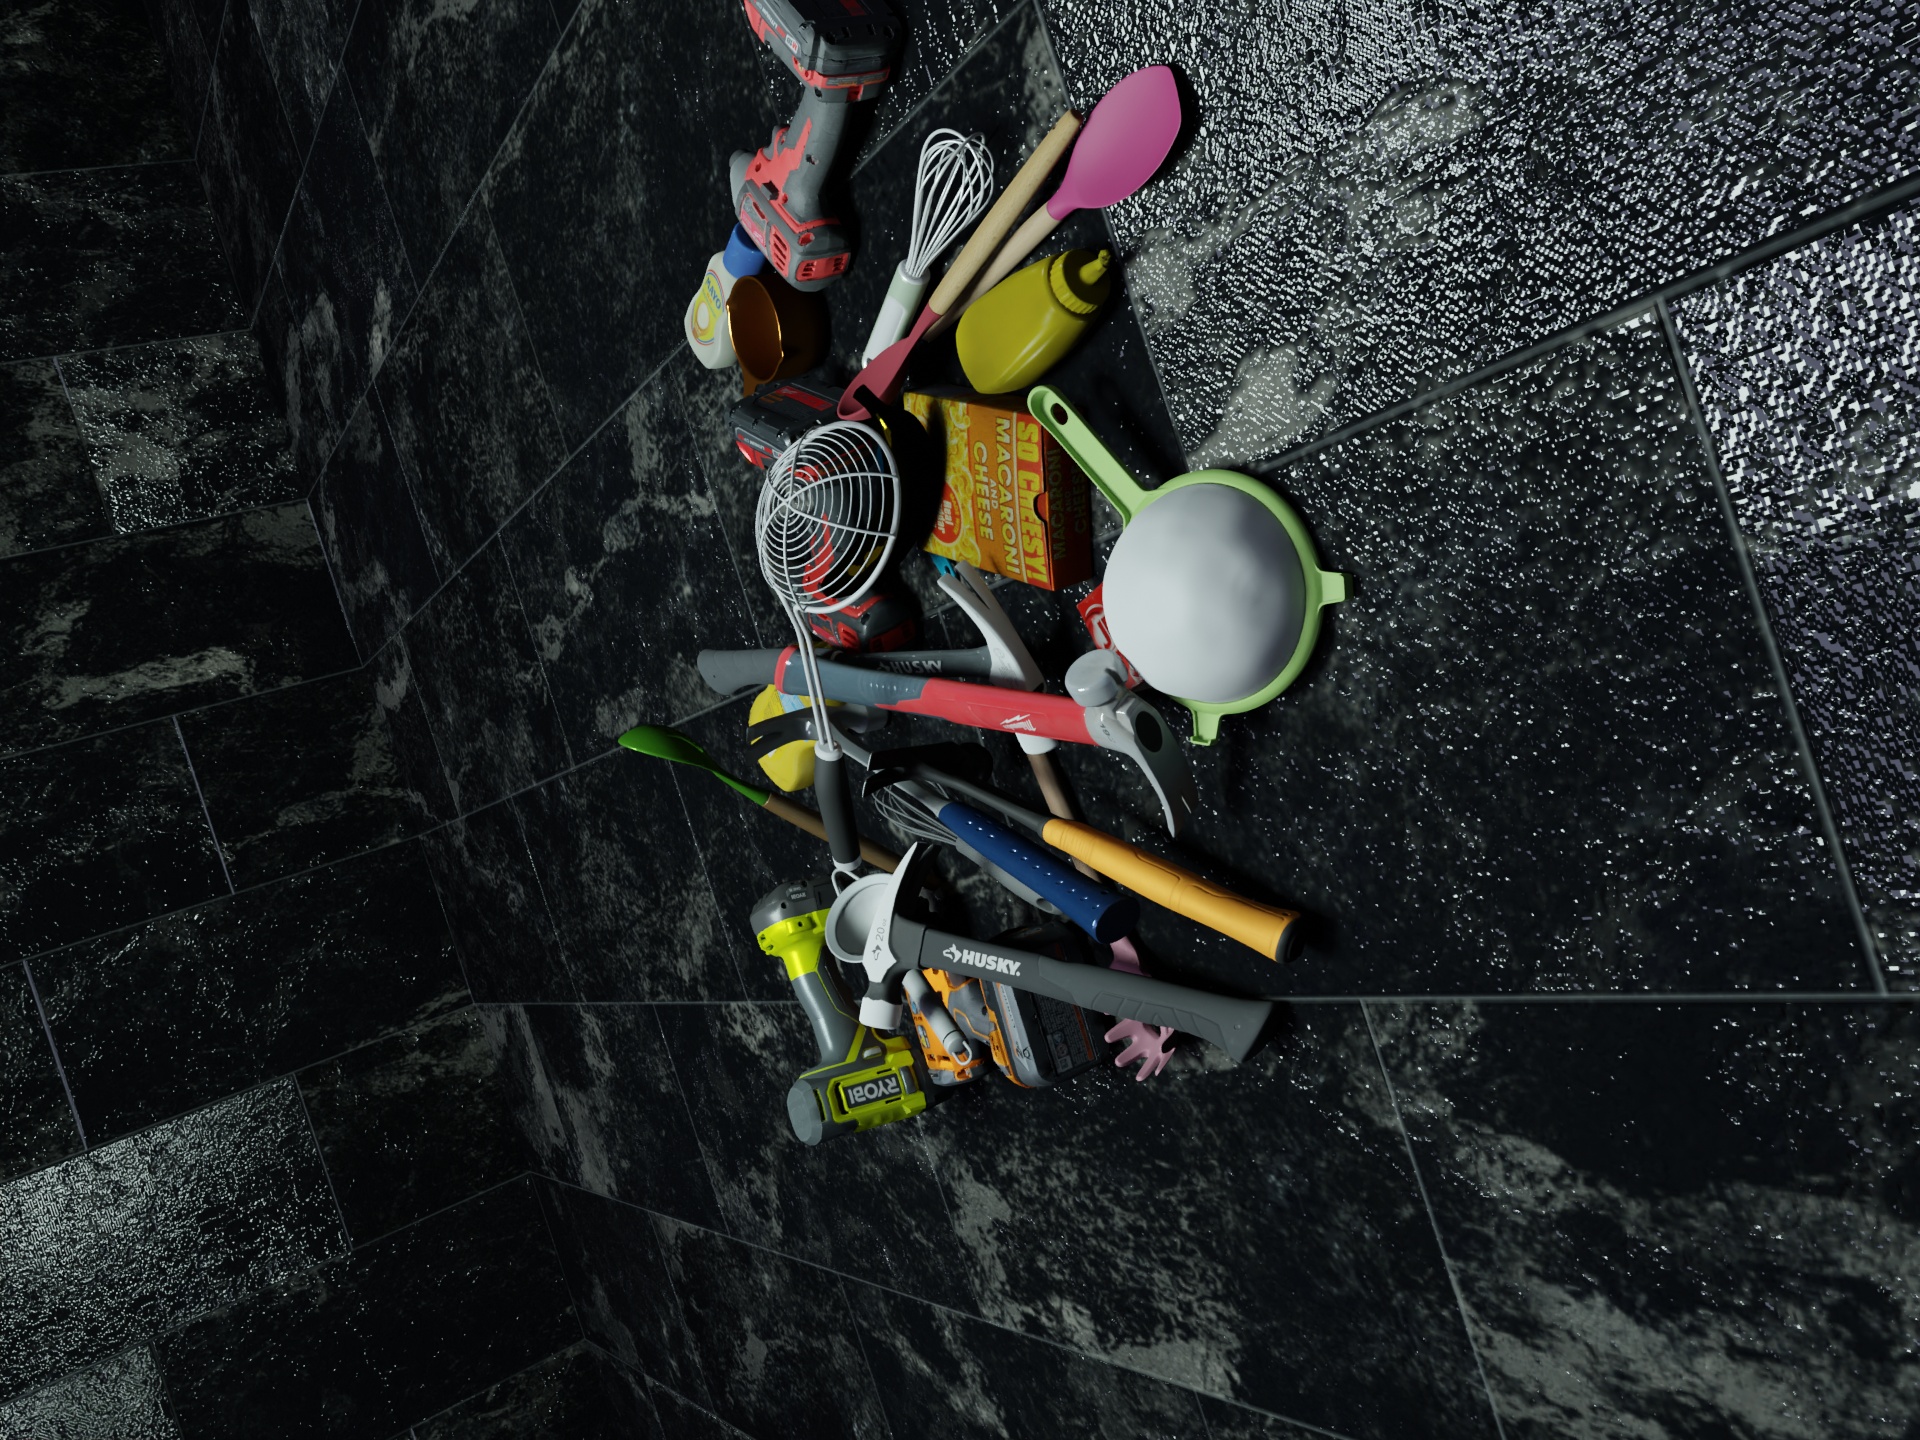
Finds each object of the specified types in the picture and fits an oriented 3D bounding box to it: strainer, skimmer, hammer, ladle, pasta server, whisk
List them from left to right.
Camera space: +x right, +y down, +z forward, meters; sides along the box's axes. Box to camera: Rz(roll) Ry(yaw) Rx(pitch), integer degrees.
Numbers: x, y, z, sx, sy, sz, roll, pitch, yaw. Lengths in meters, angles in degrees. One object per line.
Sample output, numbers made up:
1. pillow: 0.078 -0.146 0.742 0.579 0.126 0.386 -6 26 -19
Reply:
1. hammer: -0.090 -0.047 1.277 0.409 0.036 0.149 1 124 48
2. skimmer: -0.079 -0.037 1.135 0.127 0.090 0.362 37 147 38
3. strainer: -0.046 0.204 1.312 0.050 0.087 0.259 51 178 -37
4. whisk: -0.031 -0.328 1.144 0.058 0.059 0.246 39 147 3
5. hammer: -0.018 0.069 1.232 0.406 0.144 0.035 30 124 46
6. ladle: -0.004 -0.302 1.091 0.315 0.031 0.069 -42 27 50
7. hammer: -0.002 -0.004 1.144 0.386 0.038 0.143 10 143 48
8. whisk: 0.006 0.096 1.307 0.239 0.055 0.055 32 131 41
9. hammer: 0.073 0.182 1.154 0.335 0.035 0.146 8 85 34
10. pasta server: 0.090 0.112 1.189 0.060 0.040 0.316 -35 75 51
11. hammer: 0.086 0.086 1.098 0.337 0.127 0.034 24 109 36
12. strainer: 0.107 -0.114 0.975 0.256 0.069 0.151 53 129 19

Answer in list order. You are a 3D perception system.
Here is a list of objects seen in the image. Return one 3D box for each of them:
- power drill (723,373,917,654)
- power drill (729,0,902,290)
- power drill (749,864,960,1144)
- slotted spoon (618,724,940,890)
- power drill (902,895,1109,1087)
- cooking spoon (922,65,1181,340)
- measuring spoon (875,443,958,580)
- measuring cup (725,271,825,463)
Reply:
1. power drill: -0.123 -0.165 1.319 0.188 0.080 0.226 31 143 46
2. power drill: -0.123 -0.450 1.197 0.143 0.078 0.219 55 148 25
3. power drill: -0.091 0.253 1.435 0.080 0.171 0.223 -45 59 56
4. slotted spoon: -0.143 0.075 1.338 0.031 0.313 0.070 -61 26 -2
5. power drill: 0.020 0.221 1.317 0.226 0.084 0.164 -20 87 62
6. cooking spoon: 0.050 -0.323 1.045 0.319 0.017 0.069 -25 72 58
7. measuring spoon: -0.027 -0.165 1.254 0.128 0.021 0.042 62 154 -2
8. measuring cup: -0.156 -0.296 1.347 0.095 0.052 0.173 47 143 34
